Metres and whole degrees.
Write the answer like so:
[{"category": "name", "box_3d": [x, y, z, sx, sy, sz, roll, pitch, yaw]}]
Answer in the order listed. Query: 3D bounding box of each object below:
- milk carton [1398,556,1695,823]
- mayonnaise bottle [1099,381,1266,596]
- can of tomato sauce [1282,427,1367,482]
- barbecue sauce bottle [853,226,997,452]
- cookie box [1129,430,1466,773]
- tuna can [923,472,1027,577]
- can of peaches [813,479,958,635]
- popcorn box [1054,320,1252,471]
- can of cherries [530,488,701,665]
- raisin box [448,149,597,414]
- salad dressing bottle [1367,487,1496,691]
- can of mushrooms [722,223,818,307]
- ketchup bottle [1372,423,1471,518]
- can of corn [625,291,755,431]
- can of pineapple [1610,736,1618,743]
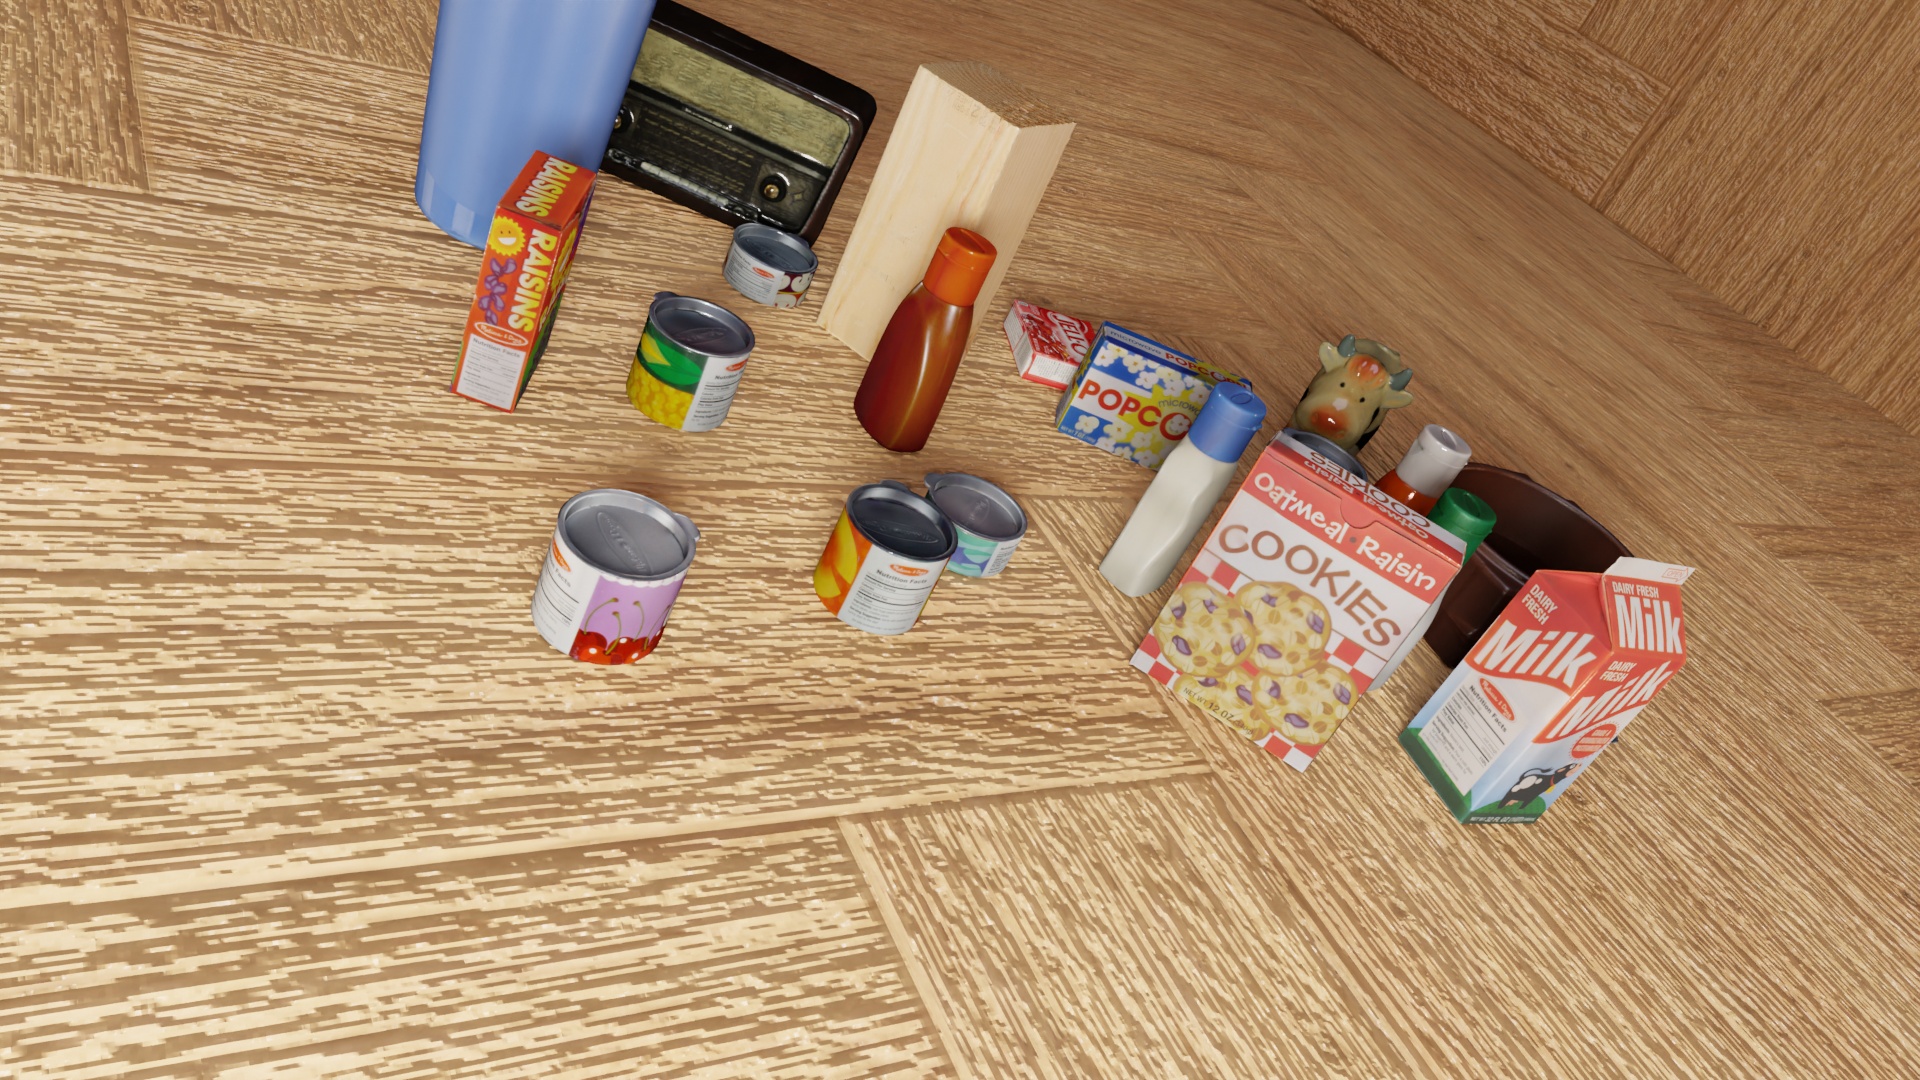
[{"category": "milk carton", "box_3d": [0.361, 0.084, 0.842, 0.072, 0.189, 0.074, 7, 37, -30]}, {"category": "mayonnaise bottle", "box_3d": [0.144, -0.032, 0.889, 0.041, 0.147, 0.065, 40, 34, 19]}, {"category": "can of tomato sauce", "box_3d": [0.247, -0.030, 1.022, 0.071, 0.082, 0.071, 19, 32, -13]}, {"category": "barbecue sauce bottle", "box_3d": [-0.022, -0.132, 0.910, 0.044, 0.147, 0.065, -1, 41, -38]}, {"category": "cookie box", "box_3d": [0.191, 0.038, 0.805, 0.123, 0.166, 0.040, 33, 32, 9]}, {"category": "tuna can", "box_3d": [0.003, -0.011, 0.863, 0.071, 0.032, 0.071, 19, 33, -13]}, {"category": "can of peaches", "box_3d": [-0.043, 0.009, 0.776, 0.071, 0.057, 0.071, 19, 33, -13]}, {"category": "popcorn box", "box_3d": [0.146, -0.102, 1.050, 0.127, 0.084, 0.038, 21, 32, -10]}, {"category": "can of cherries", "box_3d": [-0.166, 0.018, 0.673, 0.071, 0.058, 0.072, 19, 33, -13]}, {"category": "raisin box", "box_3d": [-0.247, -0.147, 0.788, 0.040, 0.122, 0.086, 20, 32, -13]}, {"category": "salad dressing bottle", "box_3d": [0.291, 0.033, 0.904, 0.044, 0.147, 0.064, 23, 32, -8]}, {"category": "can of mushrooms", "box_3d": [-0.141, -0.205, 1.035, 0.071, 0.033, 0.071, 19, 33, -13]}, {"category": "ketchup bottle", "box_3d": [0.302, -0.013, 0.976, 0.043, 0.148, 0.065, 20, 32, -12]}, {"category": "can of corn", "box_3d": [-0.169, -0.110, 0.855, 0.071, 0.058, 0.071, 19, 33, -13]}, {"category": "can of pineapple", "box_3d": [0.396, 0.127, 0.931, 0.071, 0.057, 0.071, 19, 33, -13]}]
